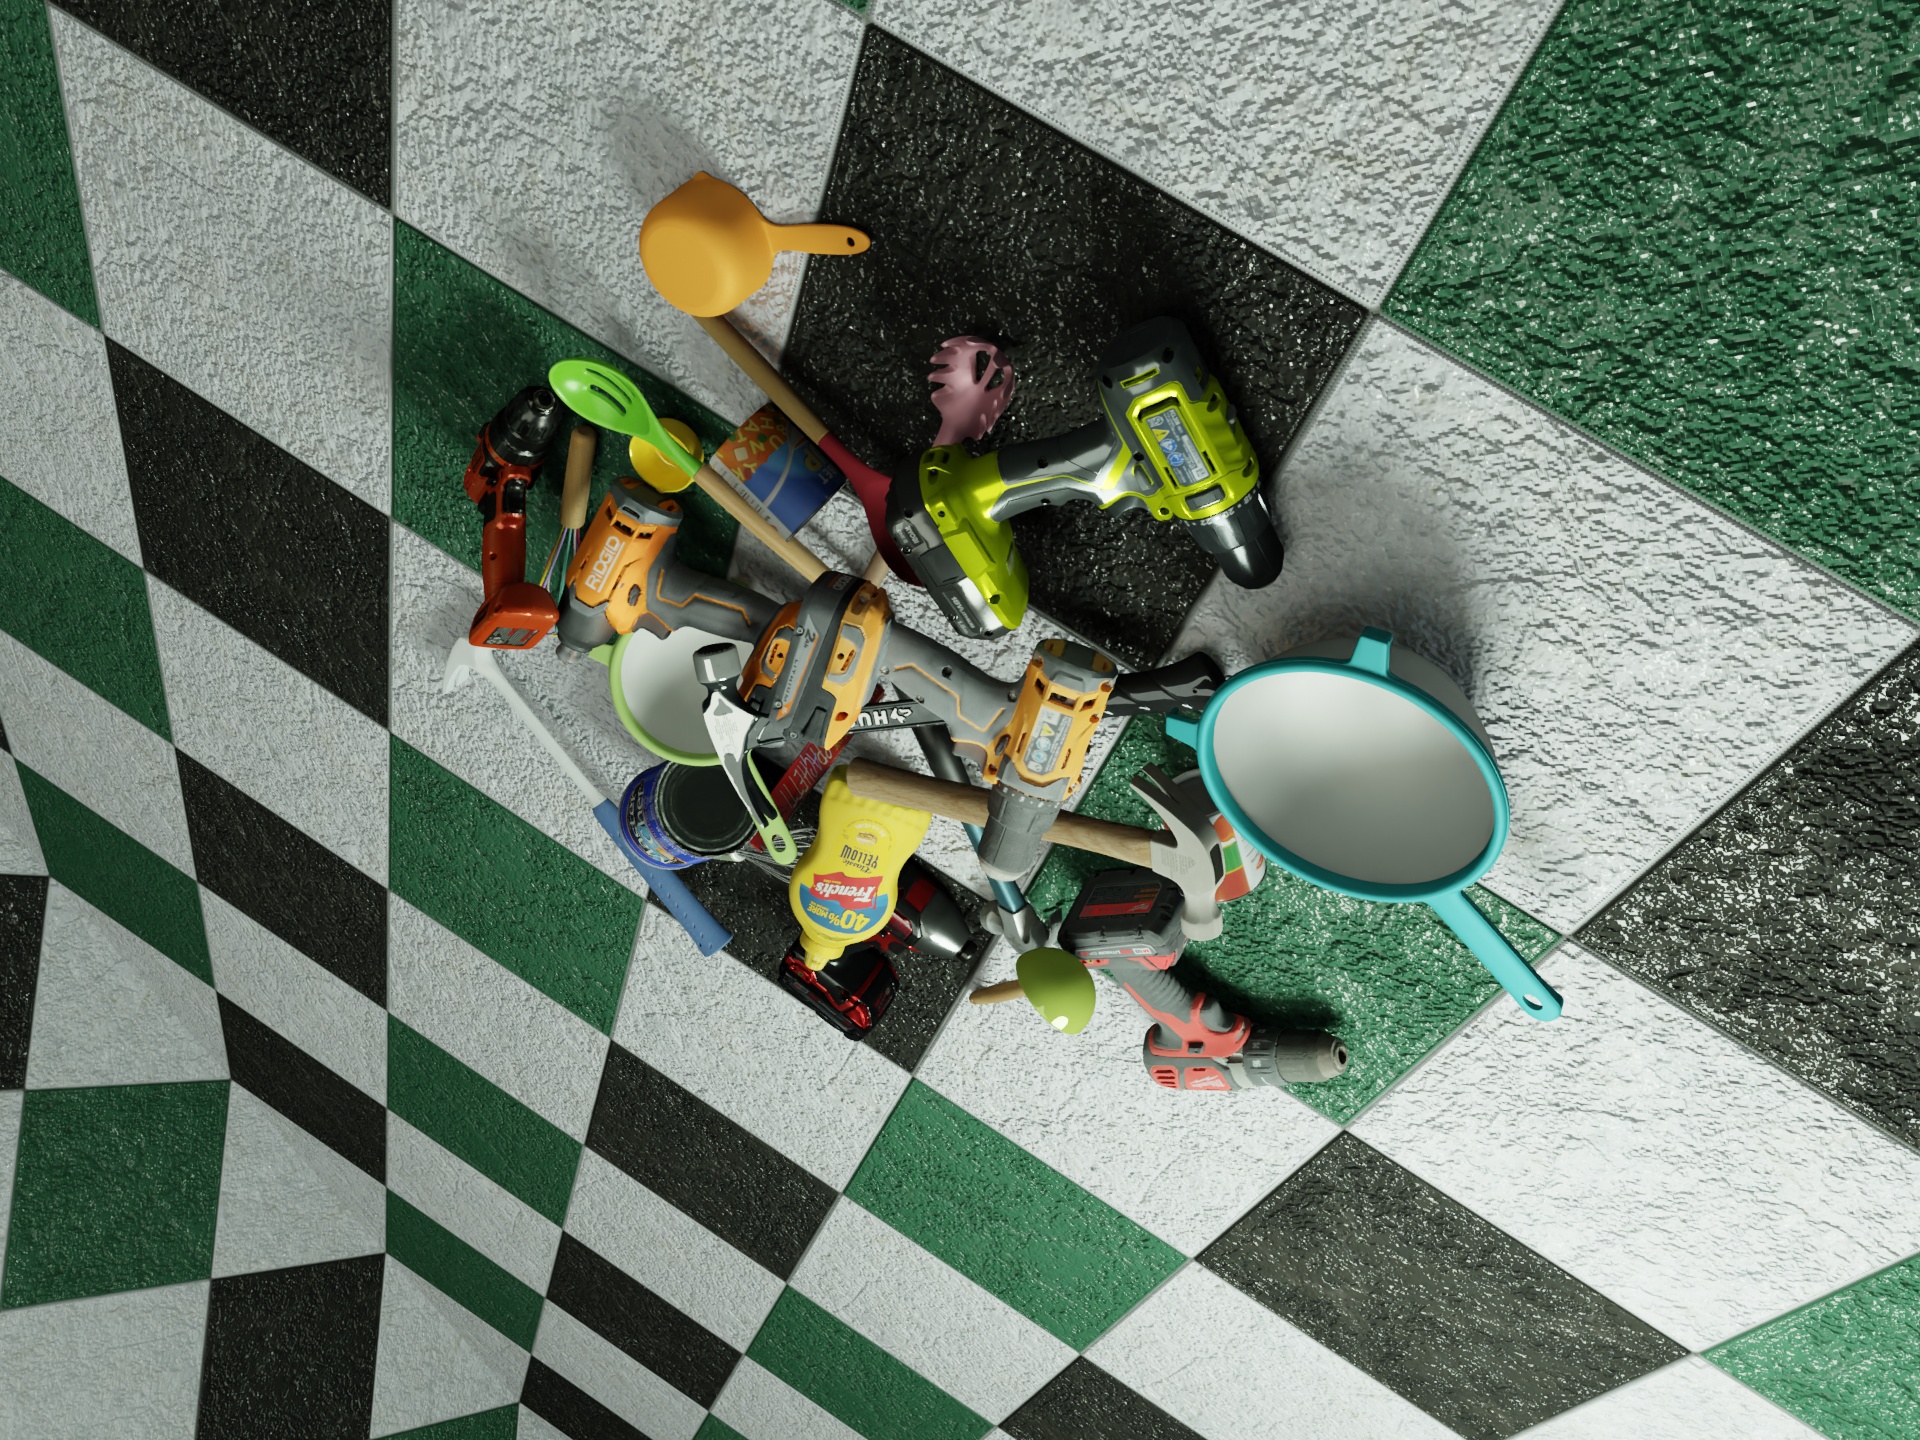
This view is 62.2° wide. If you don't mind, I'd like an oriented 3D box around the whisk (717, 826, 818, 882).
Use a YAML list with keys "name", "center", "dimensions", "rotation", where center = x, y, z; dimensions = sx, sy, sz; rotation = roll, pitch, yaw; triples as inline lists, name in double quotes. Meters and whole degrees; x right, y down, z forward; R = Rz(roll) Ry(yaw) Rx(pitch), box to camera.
- name: "whisk"
  center: [-0.213, 0.128, 1.566]
  dimensions: [0.246, 0.059, 0.058]
  rotation: [2, 91, 40]

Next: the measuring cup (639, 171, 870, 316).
- name: "measuring cup"
  center: [-0.144, -0.319, 1.084]
  dimensions: [0.174, 0.052, 0.095]
  rotation: [11, 133, 31]

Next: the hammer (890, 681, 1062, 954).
- name: "hammer"
  center: [0.000, 0.064, 1.338]
  dimensions: [0.128, 0.033, 0.330]
  rotation: [22, 141, 60]

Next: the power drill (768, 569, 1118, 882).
- name: "power drill"
  center: [-0.019, 0.006, 1.149]
  dimensions: [0.226, 0.084, 0.185]
  rotation: [20, 112, 3]

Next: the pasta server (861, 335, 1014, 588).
- name: "pasta server"
  center: [-0.032, -0.167, 1.160]
  dimensions: [0.060, 0.040, 0.316]
  rotation: [42, 142, 5]

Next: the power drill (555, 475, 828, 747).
- name: "power drill"
  center: [-0.218, -0.073, 1.298]
  dimensions: [0.226, 0.084, 0.164]
  rotation: [32, 108, -2]

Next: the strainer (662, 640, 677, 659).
- name: "strainer"
  center: [-0.261, -0.055, 1.433]
  dimensions: [0.087, 0.050, 0.258]
  rotation: [-4, 122, 33]

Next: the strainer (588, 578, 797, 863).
- name: "strainer"
  center: [-0.202, 0.005, 1.396]
  dimensions: [0.151, 0.069, 0.256]
  rotation: [-23, 105, 10]

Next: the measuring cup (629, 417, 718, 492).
- name: "measuring cup"
  center: [-0.185, -0.198, 1.256]
  dimensions: [0.156, 0.029, 0.062]
  rotation: [17, 131, 8]

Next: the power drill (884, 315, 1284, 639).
- name: "power drill"
  center: [0.085, -0.138, 1.042]
  dimensions: [0.228, 0.080, 0.190]
  rotation: [-19, 123, 25]

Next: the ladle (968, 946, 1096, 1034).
- name: "ladle"
  center: [0.046, 0.245, 1.410]
  dimensions: [0.078, 0.062, 0.320]
  rotation: [47, 160, -1]

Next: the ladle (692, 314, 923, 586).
- name: "ladle"
  center: [-0.117, -0.222, 1.151]
  dimensions: [0.315, 0.031, 0.069]
  rotation: [47, 133, 3]

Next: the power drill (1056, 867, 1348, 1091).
- name: "power drill"
  center: [0.205, 0.229, 1.339]
  dimensions: [0.188, 0.080, 0.226]
  rotation: [-10, 124, 41]

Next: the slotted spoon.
- name: "slotted spoon"
  center: [-0.183, -0.176, 1.232]
  dimensions: [0.313, 0.031, 0.070]
  rotation: [40, 145, -11]

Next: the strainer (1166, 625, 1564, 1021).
- name: "strainer"
  center: [0.315, 0.062, 1.085]
  dimensions: [0.340, 0.095, 0.211]
  rotation: [46, 142, -14]

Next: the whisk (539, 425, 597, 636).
- name: "whisk"
  center: [-0.339, -0.160, 1.393]
  dimensions: [0.047, 0.051, 0.244]
  rotation: [16, 136, -7]

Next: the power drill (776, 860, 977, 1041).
- name: "power drill"
  center: [-0.078, 0.216, 1.532]
  dimensions: [0.143, 0.078, 0.219]
  rotation: [38, 137, -1]

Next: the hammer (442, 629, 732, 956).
- name: "hammer"
  center: [-0.375, 0.076, 1.612]
  dimensions: [0.405, 0.035, 0.144]
  rotation: [52, 138, -9]

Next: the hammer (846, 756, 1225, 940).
- name: "hammer"
  center: [0.049, 0.073, 1.238]
  dimensions: [0.331, 0.031, 0.130]
  rotation: [12, 125, 31]

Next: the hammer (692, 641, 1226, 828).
- name: "hammer"
  center: [-0.002, -0.004, 1.200]
  dimensions: [0.409, 0.036, 0.149]
  rotation: [-5, 106, 17]
